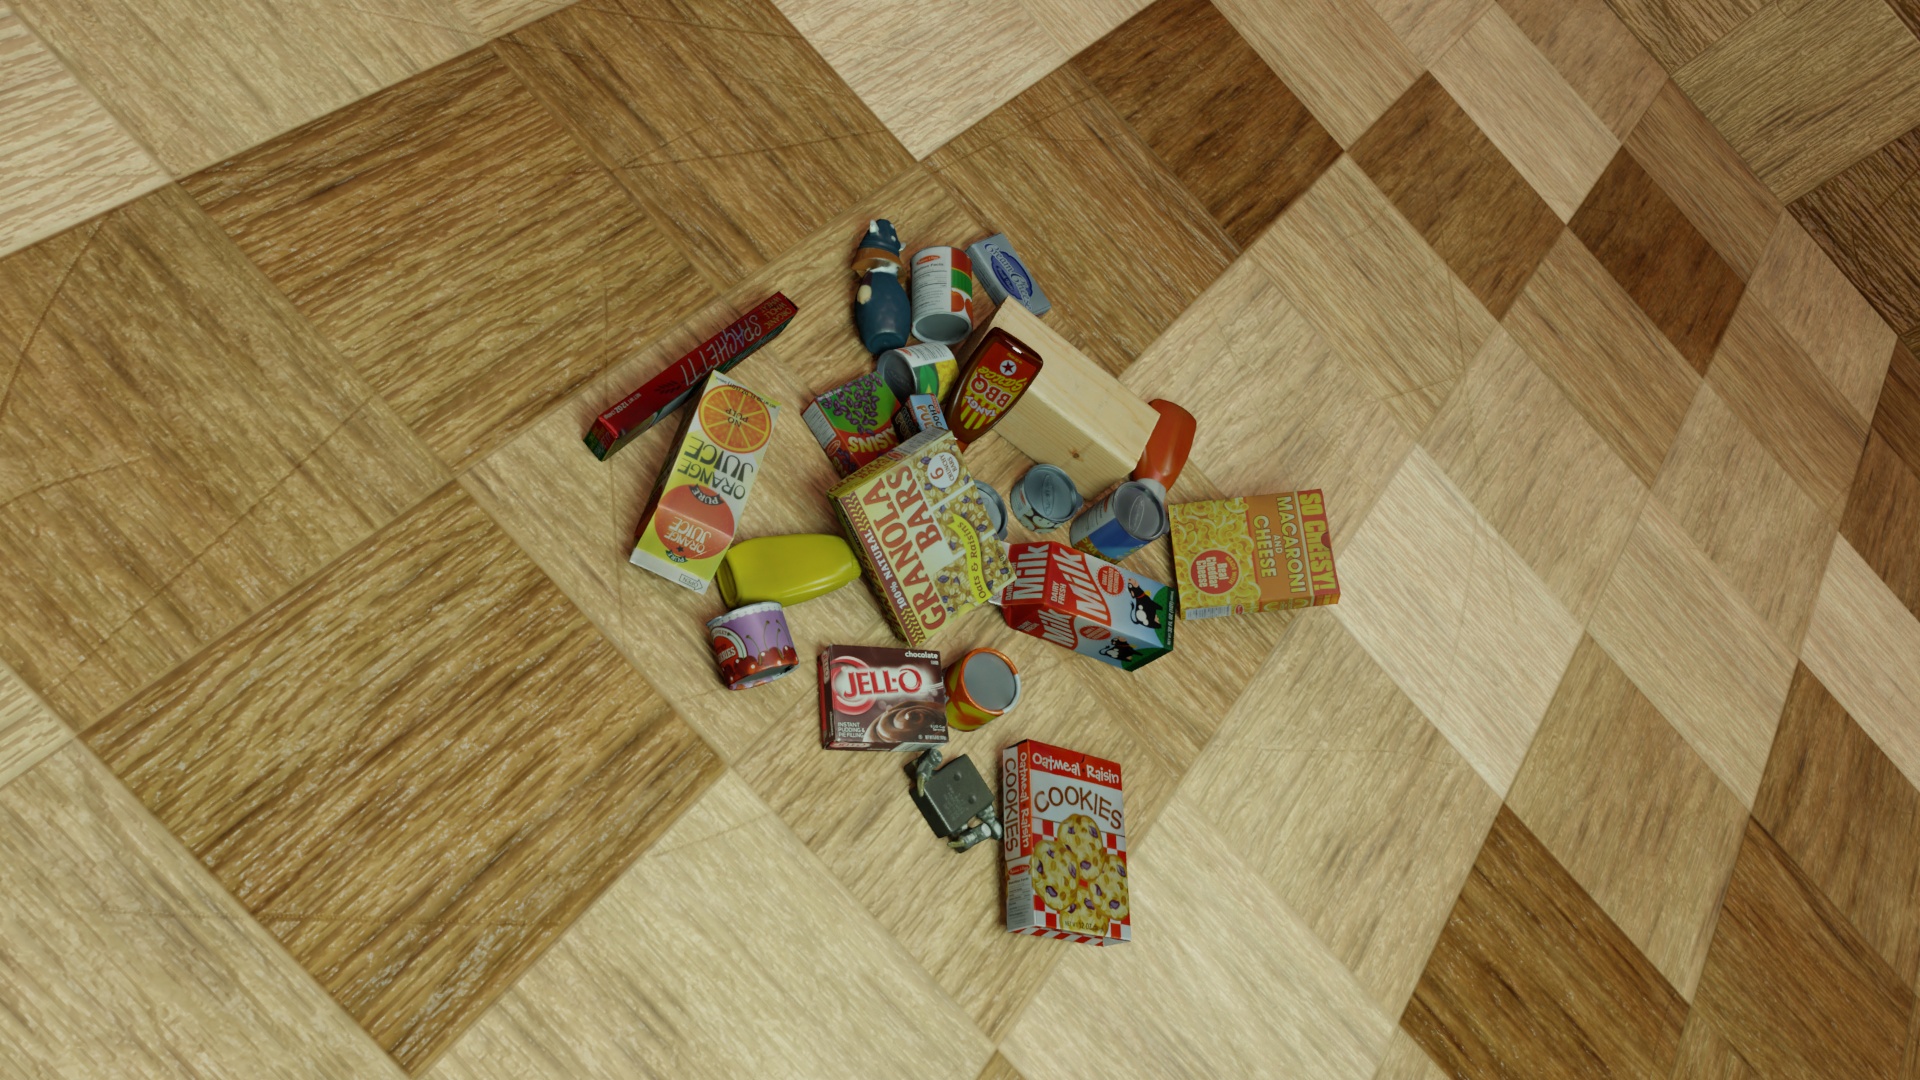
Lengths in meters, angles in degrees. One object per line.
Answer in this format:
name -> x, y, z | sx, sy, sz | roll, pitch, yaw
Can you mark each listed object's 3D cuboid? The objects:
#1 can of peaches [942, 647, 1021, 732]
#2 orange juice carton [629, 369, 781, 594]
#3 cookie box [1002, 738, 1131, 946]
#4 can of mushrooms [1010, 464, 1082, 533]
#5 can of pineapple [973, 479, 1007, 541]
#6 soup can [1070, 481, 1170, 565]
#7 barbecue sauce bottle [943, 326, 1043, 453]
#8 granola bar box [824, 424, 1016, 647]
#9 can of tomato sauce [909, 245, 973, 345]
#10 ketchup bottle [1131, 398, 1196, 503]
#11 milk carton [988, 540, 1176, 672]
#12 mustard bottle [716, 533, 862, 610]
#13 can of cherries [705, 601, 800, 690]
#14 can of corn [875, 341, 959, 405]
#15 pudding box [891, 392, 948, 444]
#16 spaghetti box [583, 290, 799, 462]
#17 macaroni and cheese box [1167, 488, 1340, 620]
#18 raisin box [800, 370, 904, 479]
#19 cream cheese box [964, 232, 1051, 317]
can of peaches -> 0.013, 0.138, 1.290 | 0.071, 0.057, 0.071 | 13, 61, -26
orange juice carton -> -0.228, -0.047, 1.227 | 0.072, 0.072, 0.193 | 26, 56, -18
cookie box -> 0.097, 0.276, 1.268 | 0.123, 0.040, 0.168 | 20, 57, -36
can of mushrooms -> 0.089, -0.042, 1.440 | 0.071, 0.033, 0.071 | 14, 60, -25
can of pineapple -> 0.005, -0.017, 1.361 | 0.071, 0.057, 0.071 | 13, 61, -25
soup can -> 0.165, -0.013, 1.439 | 0.071, 0.083, 0.071 | 13, 61, -25
barbecue sauce bottle -> 0.016, -0.136, 1.376 | 0.065, 0.148, 0.044 | 32, 18, -16
granola bar box -> -0.034, -0.003, 1.272 | 0.124, 0.039, 0.165 | -33, 114, -19
can of tomato sauce -> -0.019, -0.256, 1.462 | 0.071, 0.071, 0.083 | 12, 62, -26
ketchup bottle -> 0.217, -0.085, 1.531 | 0.065, 0.043, 0.149 | 28, 56, -11
milk carton -> 0.115, 0.061, 1.379 | 0.190, 0.073, 0.072 | 22, 58, -20
mustard bottle -> -0.140, 0.025, 1.260 | 0.161, 0.048, 0.065 | -9, 72, -35
can of cherries -> -0.179, 0.091, 1.192 | 0.072, 0.071, 0.058 | -11, 74, -34
can of corn -> -0.043, -0.162, 1.401 | 0.058, 0.071, 0.071 | -18, 77, -37
pudding box -> -0.033, -0.094, 1.331 | 0.030, 0.049, 0.084 | -9, 72, -32
spaghetti box -> -0.245, -0.156, 1.286 | 0.028, 0.050, 0.251 | 48, 52, -4
macaroni and cheese box -> 0.311, 0.015, 1.484 | 0.166, 0.040, 0.124 | -7, 66, 7
raisin box -> -0.086, -0.095, 1.358 | 0.086, 0.040, 0.123 | -29, 82, -38
cream cheese box -> 0.051, -0.290, 1.545 | 0.053, 0.024, 0.104 | -29, 84, -38
